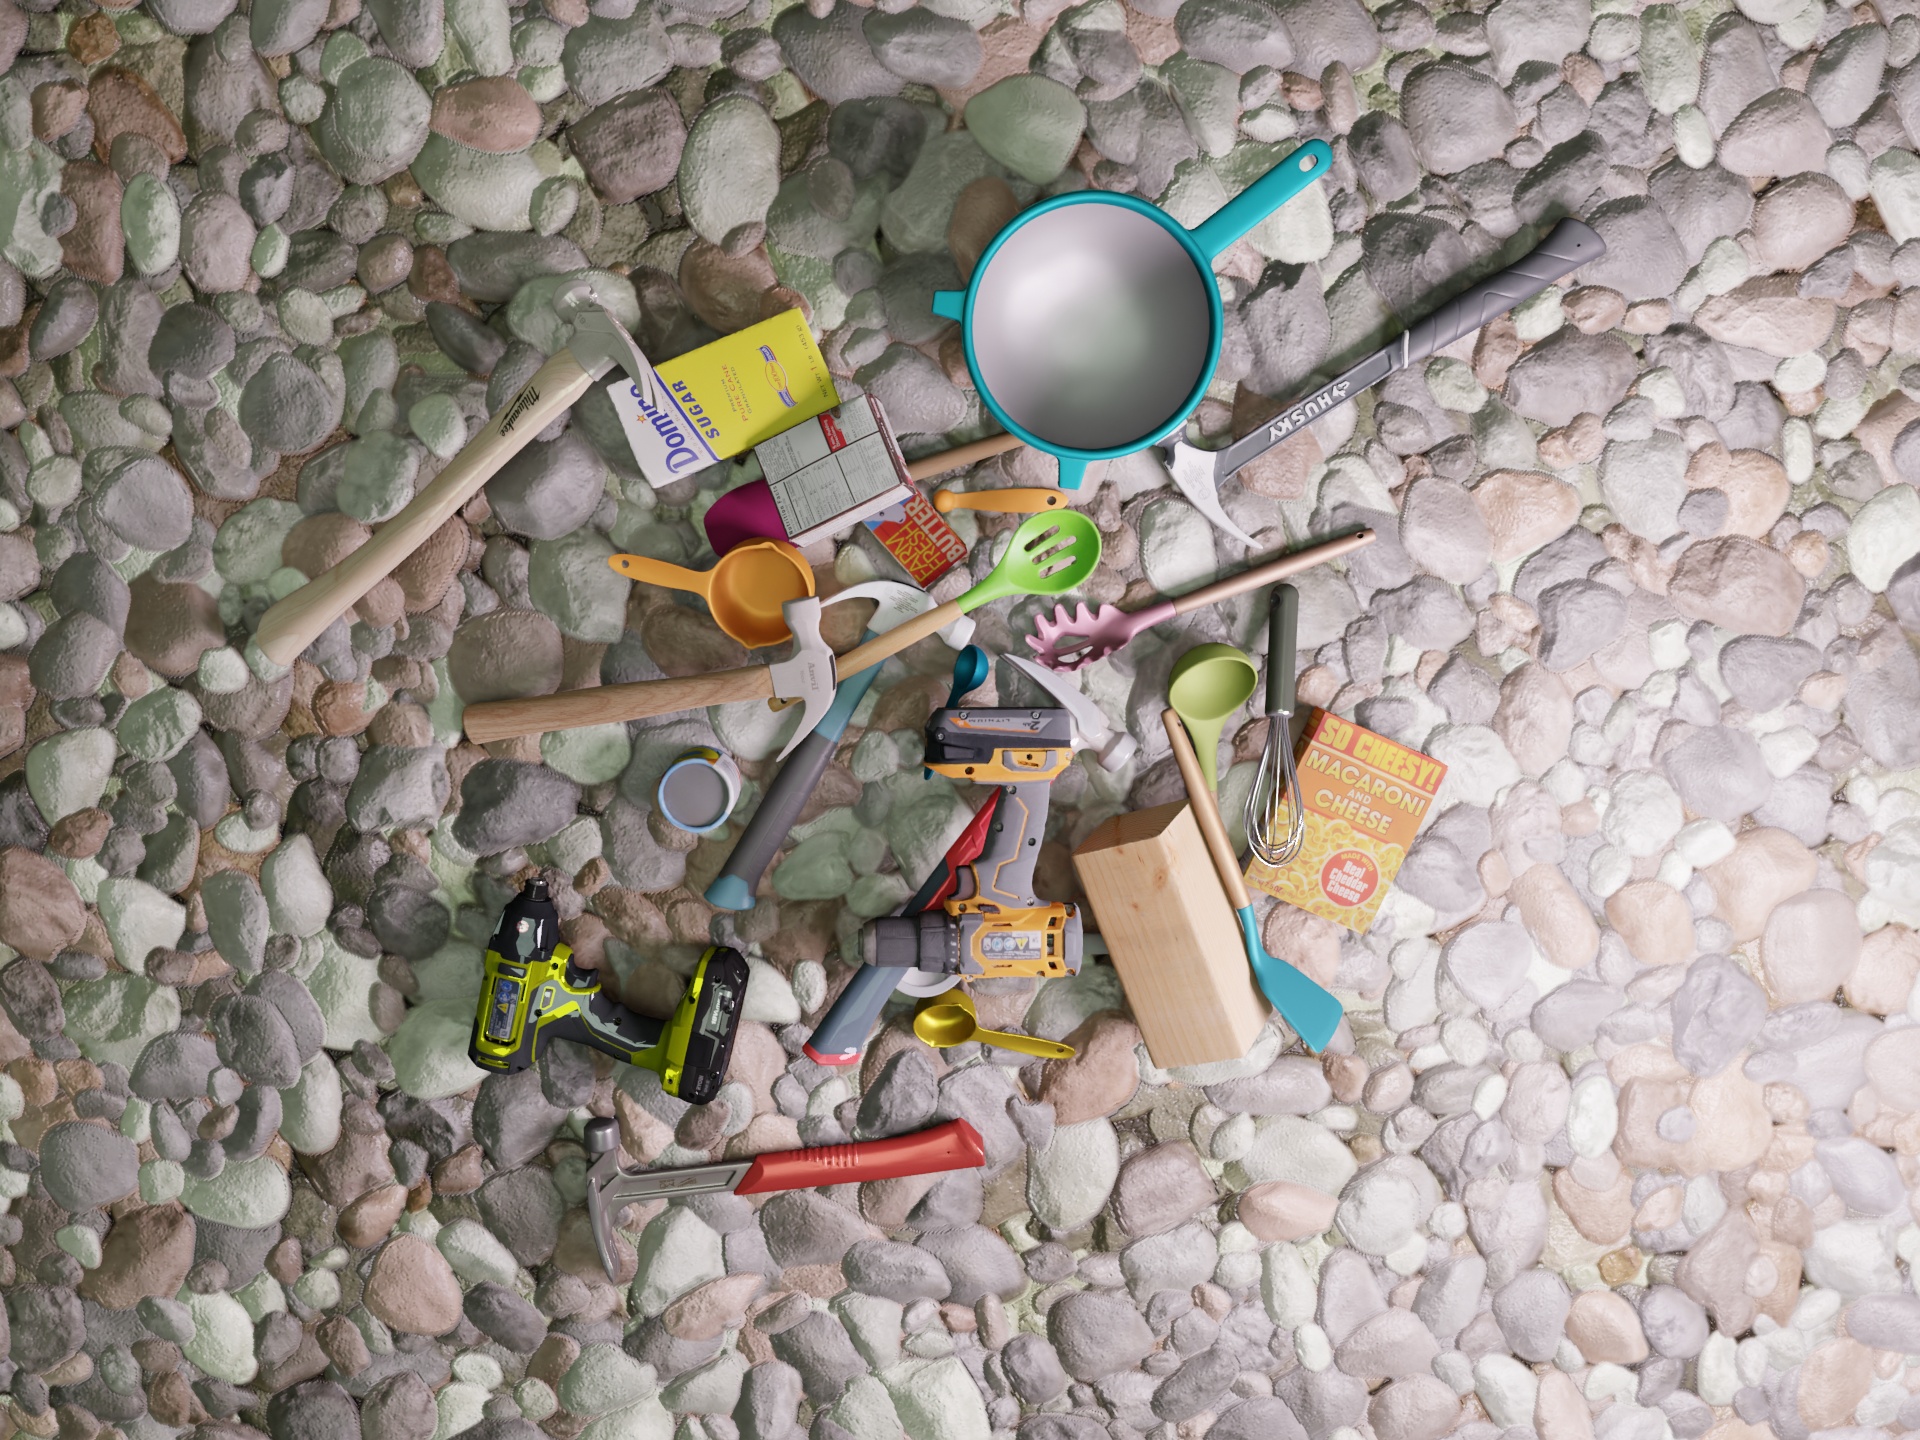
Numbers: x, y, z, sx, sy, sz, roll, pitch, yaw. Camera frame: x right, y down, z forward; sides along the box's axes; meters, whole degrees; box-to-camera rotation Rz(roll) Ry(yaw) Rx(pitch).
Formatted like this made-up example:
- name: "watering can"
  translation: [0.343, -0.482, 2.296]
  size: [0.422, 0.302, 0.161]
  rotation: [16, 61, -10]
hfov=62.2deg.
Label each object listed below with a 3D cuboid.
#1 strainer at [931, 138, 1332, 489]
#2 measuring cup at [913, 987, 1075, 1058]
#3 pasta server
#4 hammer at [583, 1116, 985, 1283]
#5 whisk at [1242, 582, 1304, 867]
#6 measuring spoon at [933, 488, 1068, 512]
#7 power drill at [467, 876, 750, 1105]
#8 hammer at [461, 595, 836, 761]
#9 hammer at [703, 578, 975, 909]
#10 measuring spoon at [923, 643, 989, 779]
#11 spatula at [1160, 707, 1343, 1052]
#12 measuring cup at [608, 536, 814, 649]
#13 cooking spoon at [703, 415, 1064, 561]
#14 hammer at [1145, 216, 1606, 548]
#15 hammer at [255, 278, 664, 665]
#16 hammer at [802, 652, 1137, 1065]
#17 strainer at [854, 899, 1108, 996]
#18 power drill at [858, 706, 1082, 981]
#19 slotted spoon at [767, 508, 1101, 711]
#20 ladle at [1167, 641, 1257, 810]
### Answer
- name: "strainer"
  translation: [0.153, -0.359, 1.305]
  size: [0.340, 0.095, 0.211]
  rotation: [-37, 100, 2]
- name: "measuring cup"
  translation: [0.031, 0.276, 1.430]
  size: [0.156, 0.029, 0.062]
  rotation: [16, 126, -17]
- name: "pasta server"
  translation: [0.209, -0.109, 1.370]
  size: [0.316, 0.040, 0.060]
  rotation: [-20, 69, 0]
- name: "hammer"
  translation: [-0.156, 0.416, 1.440]
  size: [0.359, 0.037, 0.149]
  rotation: [-6, 99, 0]
- name: "whisk"
  translation: [0.274, 0.003, 1.363]
  size: [0.059, 0.058, 0.246]
  rotation: [8, 81, -24]
- name: "measuring spoon"
  translation: [0.035, -0.189, 1.367]
  size: [0.117, 0.011, 0.021]
  rotation: [0, 99, -1]
- name: "power drill"
  translation: [-0.306, 0.240, 1.391]
  size: [0.223, 0.080, 0.171]
  rotation: [14, 98, 0]
- name: "hammer"
  translation: [-0.264, -0.016, 1.344]
  size: [0.331, 0.031, 0.130]
  rotation: [-8, 102, 12]
- name: "hammer"
  translation: [-0.124, 0.025, 1.384]
  size: [0.128, 0.033, 0.331]
  rotation: [30, 97, -6]
- name: "measuring spoon"
  translation: [-0.002, -0.004, 1.387]
  size: [0.021, 0.042, 0.128]
  rotation: [13, 107, -26]
- name: "spatula"
  translation: [0.244, 0.132, 1.362]
  size: [0.044, 0.082, 0.317]
  rotation: [-17, 101, 35]
- name: "measuring cup"
  translation: [-0.208, -0.121, 1.348]
  size: [0.173, 0.052, 0.095]
  rotation: [13, 110, 0]
- name: "cooking spoon"
  translation: [-0.064, -0.205, 1.359]
  size: [0.319, 0.017, 0.068]
  rotation: [-18, 108, 1]
- name: "hammer"
  translation: [0.362, -0.299, 1.348]
  size: [0.409, 0.036, 0.149]
  rotation: [-32, 99, 3]
- name: "hammer"
  translation: [-0.425, -0.181, 1.320]
  size: [0.410, 0.038, 0.146]
  rotation: [-40, 66, 8]
- name: "hammer"
  translation: [-0.018, 0.126, 1.364]
  size: [0.143, 0.038, 0.386]
  rotation: [39, 84, -5]
- name: "strainer"
  translation: [0.034, 0.199, 1.409]
  size: [0.258, 0.050, 0.087]
  rotation: [0, 90, -6]
- name: "power drill"
  translation: [0.007, 0.103, 1.312]
  size: [0.185, 0.084, 0.226]
  rotation: [-1, 92, -5]
- name: "slotted spoon"
  translation: [-0.025, -0.086, 1.341]
  size: [0.314, 0.031, 0.070]
  rotation: [-28, 100, 4]
- name: "ladle"
  translation: [0.221, 0.089, 1.392]
  size: [0.078, 0.062, 0.320]
  rotation: [-4, 101, -8]
